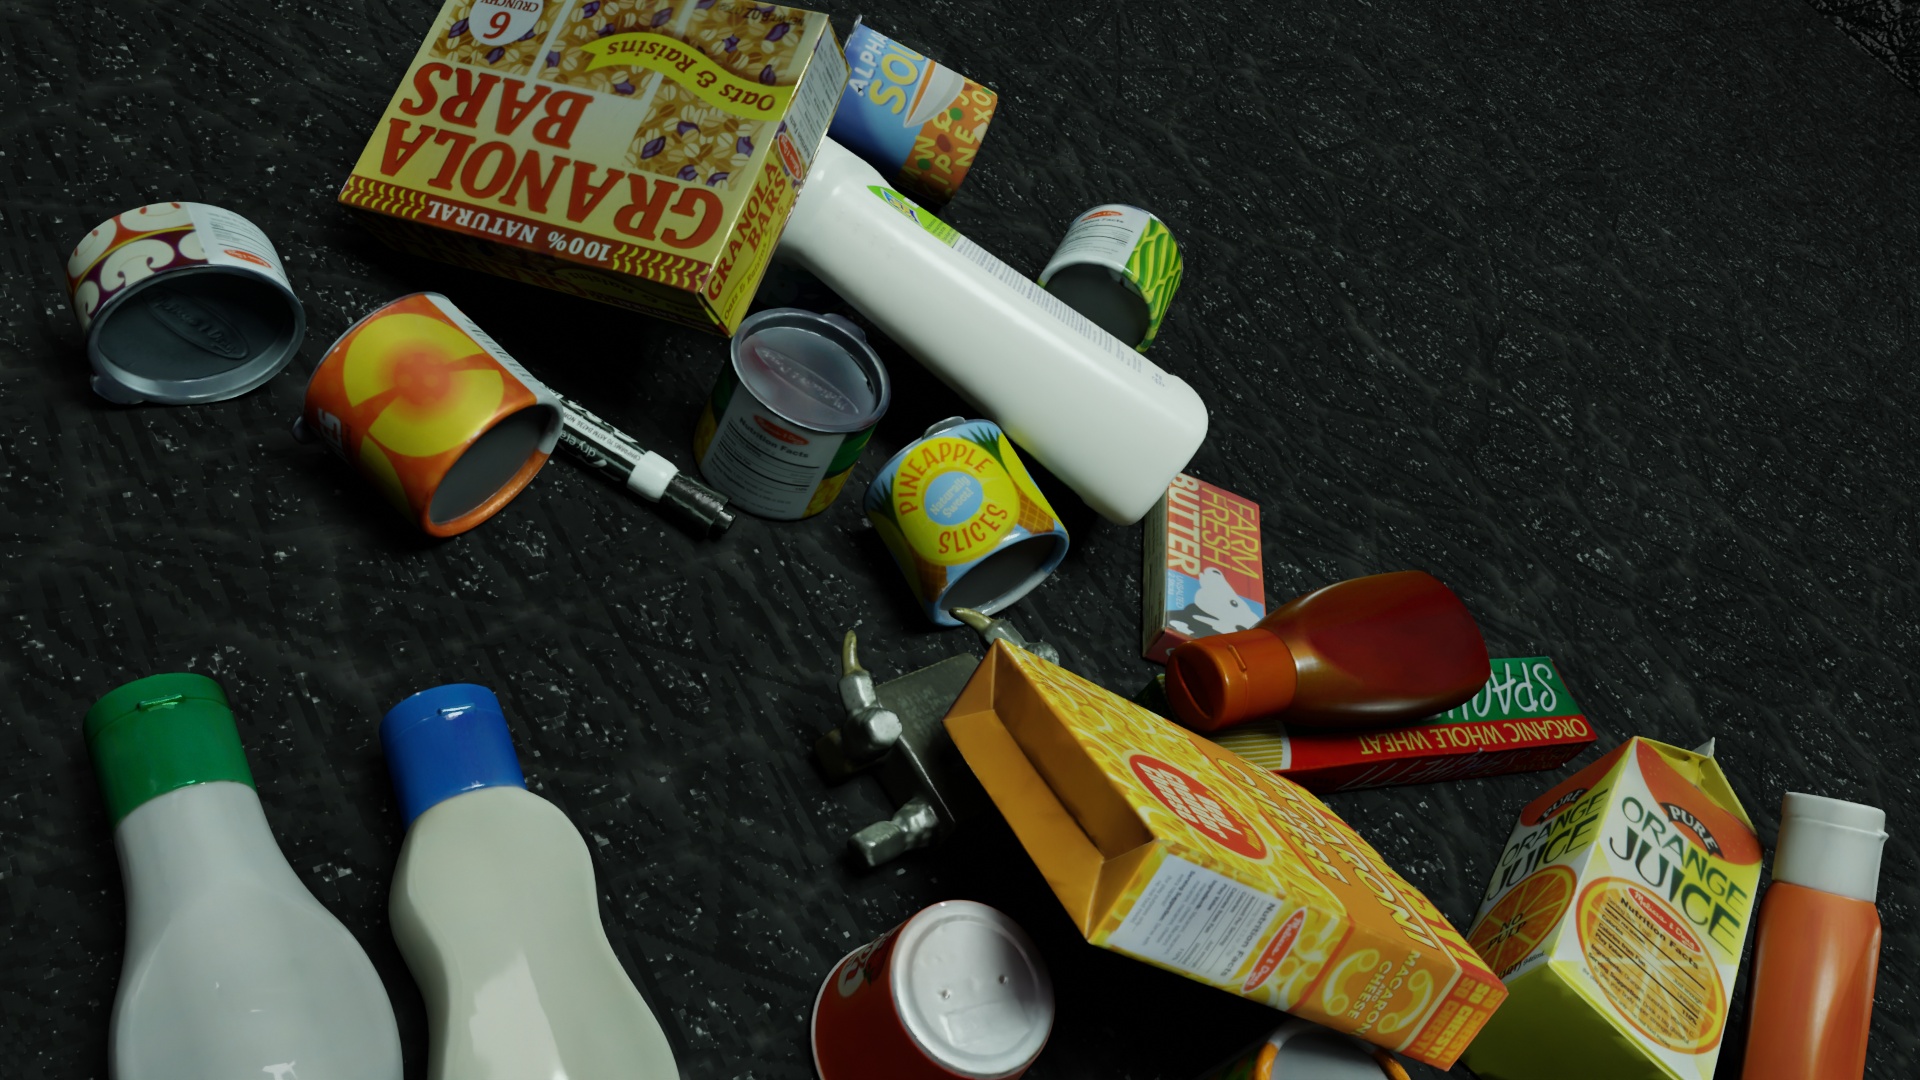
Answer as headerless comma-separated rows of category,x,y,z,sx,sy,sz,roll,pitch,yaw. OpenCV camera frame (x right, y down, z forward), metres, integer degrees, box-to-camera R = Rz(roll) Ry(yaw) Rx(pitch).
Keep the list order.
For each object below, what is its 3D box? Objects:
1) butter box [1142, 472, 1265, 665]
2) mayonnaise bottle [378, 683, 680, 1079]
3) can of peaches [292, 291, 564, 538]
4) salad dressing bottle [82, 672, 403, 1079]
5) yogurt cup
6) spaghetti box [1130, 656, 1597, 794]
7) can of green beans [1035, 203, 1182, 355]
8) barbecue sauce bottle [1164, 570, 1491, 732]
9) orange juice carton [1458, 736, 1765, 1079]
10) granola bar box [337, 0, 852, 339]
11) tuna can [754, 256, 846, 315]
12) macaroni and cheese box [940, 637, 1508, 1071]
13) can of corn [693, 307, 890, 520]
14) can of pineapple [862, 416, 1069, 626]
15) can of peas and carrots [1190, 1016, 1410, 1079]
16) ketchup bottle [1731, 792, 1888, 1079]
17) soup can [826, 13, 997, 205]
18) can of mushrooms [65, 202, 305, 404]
butter box,0.112,0.016,0.638,0.053,0.024,0.104,21,45,-13
mayonnaise bottle,-0.131,0.112,0.399,0.065,0.041,0.148,-6,55,-36
can of peaches,-0.184,-0.041,0.484,0.058,0.071,0.071,41,44,6
salad dressing bottle,-0.194,0.104,0.366,0.064,0.043,0.148,-13,59,-36
yogurt cup,-0.006,0.148,0.432,0.072,0.053,0.073,16,47,-18
spaghetti box,0.188,0.083,0.622,0.250,0.028,0.050,1,53,-30
can of green beans,0.076,-0.130,0.715,0.071,0.071,0.058,32,44,-3
barbecue sauce bottle,0.152,0.050,0.576,0.149,0.043,0.065,-6,56,-33
orange juice carton,0.274,0.152,0.582,0.073,0.071,0.194,42,44,8
granola bar box,-0.142,-0.158,0.545,0.166,0.039,0.124,17,75,18
tuna can,-0.074,-0.140,0.657,0.071,0.032,0.071,16,46,-18
macaroni and cheese box,0.088,0.104,0.468,0.166,0.040,0.124,27,11,-30
can of corn,-0.068,-0.052,0.566,0.071,0.058,0.071,16,46,-18
can of pineapple,0.002,-0.007,0.561,0.071,0.070,0.058,-13,61,-38
can of peas and carrots,0.111,0.199,0.453,0.071,0.058,0.071,16,46,-18
ketchup bottle,0.344,0.179,0.562,0.065,0.043,0.149,20,80,-45
soup can,-0.030,-0.226,0.730,0.084,0.071,0.072,23,45,-12
can of mushrooms,-0.263,-0.078,0.469,0.071,0.070,0.033,-13,61,-38
